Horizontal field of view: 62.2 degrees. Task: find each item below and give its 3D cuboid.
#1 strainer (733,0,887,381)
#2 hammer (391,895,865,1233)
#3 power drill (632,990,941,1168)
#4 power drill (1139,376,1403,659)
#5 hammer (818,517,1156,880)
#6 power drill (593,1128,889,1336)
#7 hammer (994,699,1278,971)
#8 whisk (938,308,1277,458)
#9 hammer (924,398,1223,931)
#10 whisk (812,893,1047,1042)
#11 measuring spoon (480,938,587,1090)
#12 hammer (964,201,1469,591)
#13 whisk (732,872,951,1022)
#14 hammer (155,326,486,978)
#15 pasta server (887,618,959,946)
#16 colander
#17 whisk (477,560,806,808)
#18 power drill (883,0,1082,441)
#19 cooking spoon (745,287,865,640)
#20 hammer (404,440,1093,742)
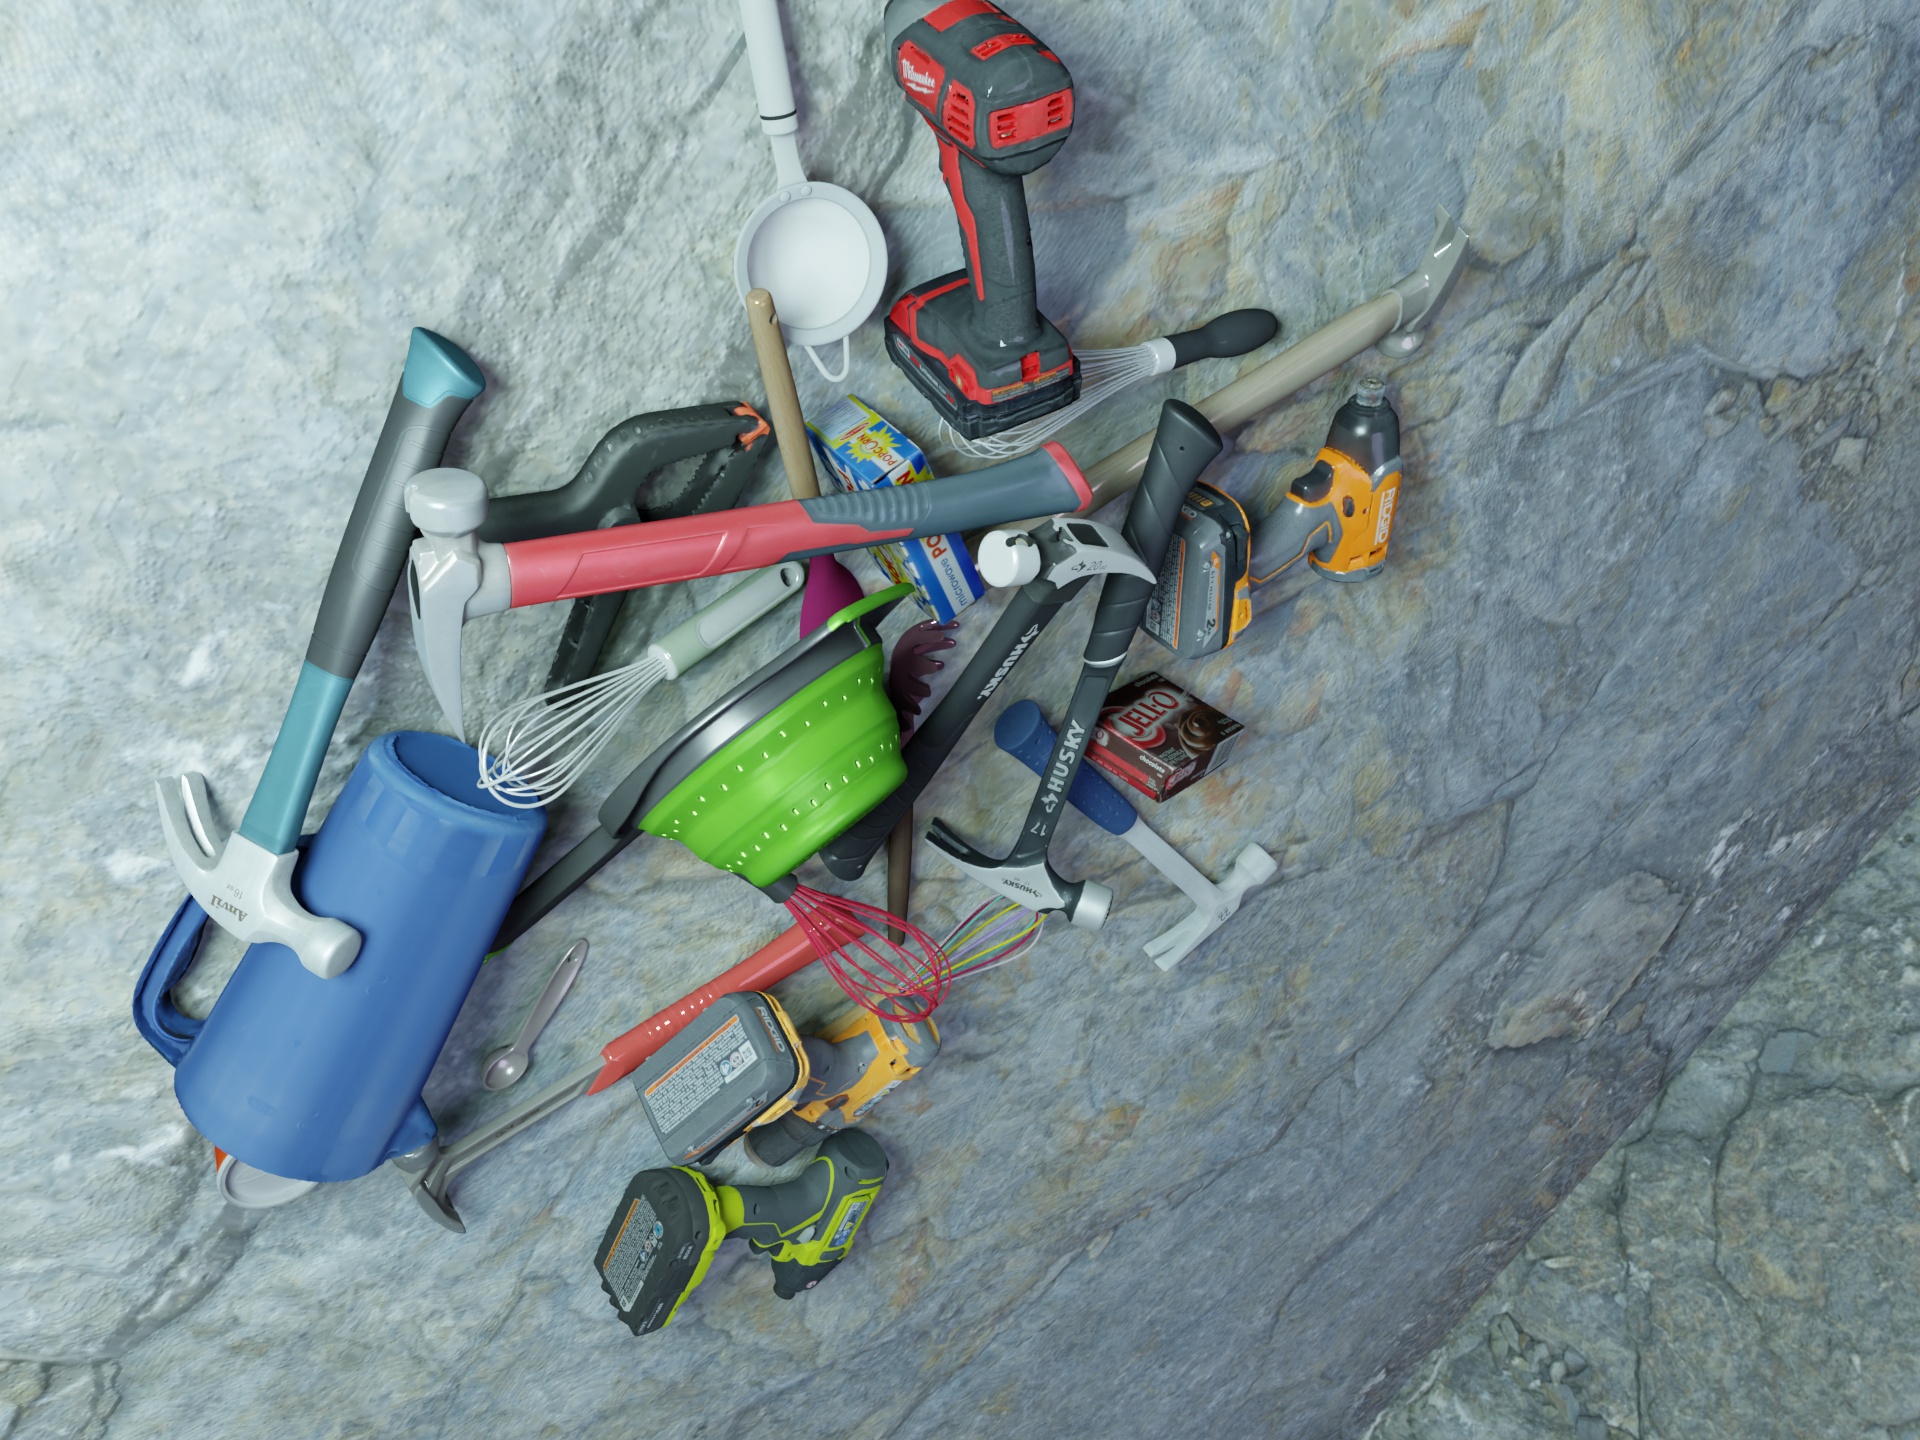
[{"bbox_3d":[-0.091,-0.303,0.822,0.087,0.050,0.258,-20,128,-16],"label":"strainer"},{"bbox_3d":[-0.227,0.236,1.141,0.359,0.037,0.149,-30,150,-20],"label":"hammer"},{"bbox_3d":[-0.138,0.273,1.169,0.185,0.084,0.226,-41,153,18],"label":"power drill"},{"bbox_3d":[0.236,-0.153,1.173,0.226,0.084,0.164,-26,135,-26],"label":"power drill"},{"bbox_3d":[-0.002,-0.003,1.031,0.146,0.035,0.334,-11,147,-45],"label":"hammer"},{"bbox_3d":[-0.179,0.428,1.316,0.223,0.080,0.171,6,118,-44],"label":"power drill"},{"bbox_3d":[0.139,0.094,1.326,0.144,0.035,0.405,-47,138,3],"label":"hammer"},{"bbox_3d":[0.102,-0.228,1.025,0.284,0.070,0.070,-23,134,-30],"label":"whisk"},{"bbox_3d":[0.089,-0.032,1.102,0.036,0.149,0.408,-65,174,-58],"label":"hammer"},{"bbox_3d":[-0.030,0.208,1.281,0.245,0.047,0.051,-32,138,-9],"label":"whisk"},{"bbox_3d":[-0.292,0.198,1.089,0.124,0.018,0.034,-58,148,5],"label":"measuring spoon"},{"bbox_3d":[0.163,-0.205,1.071,0.410,0.038,0.146,-32,165,-9],"label":"hammer"},{"bbox_3d":[-0.109,0.128,1.105,0.073,0.073,0.295,-47,121,3],"label":"whisk"},{"bbox_3d":[-0.317,-0.039,0.817,0.331,0.128,0.033,-66,170,10],"label":"hammer"},{"bbox_3d":[-0.035,0.055,1.156,0.060,0.040,0.316,-65,164,-49],"label":"pasta server"},{"bbox_3d":[-0.157,0.075,0.947,0.397,0.094,0.204,-38,179,24],"label":"colander"},{"bbox_3d":[-0.180,-0.030,0.930,0.246,0.059,0.057,-40,109,-32],"label":"whisk"},{"bbox_3d":[0.005,-0.275,0.853,0.078,0.143,0.219,-24,141,-17],"label":"power drill"},{"bbox_3d":[-0.089,-0.122,0.946,0.069,0.017,0.318,-53,153,-29],"label":"cooking spoon"},{"bbox_3d":[-0.098,-0.088,0.864,0.386,0.038,0.143,-13,131,-28],"label":"hammer"}]
